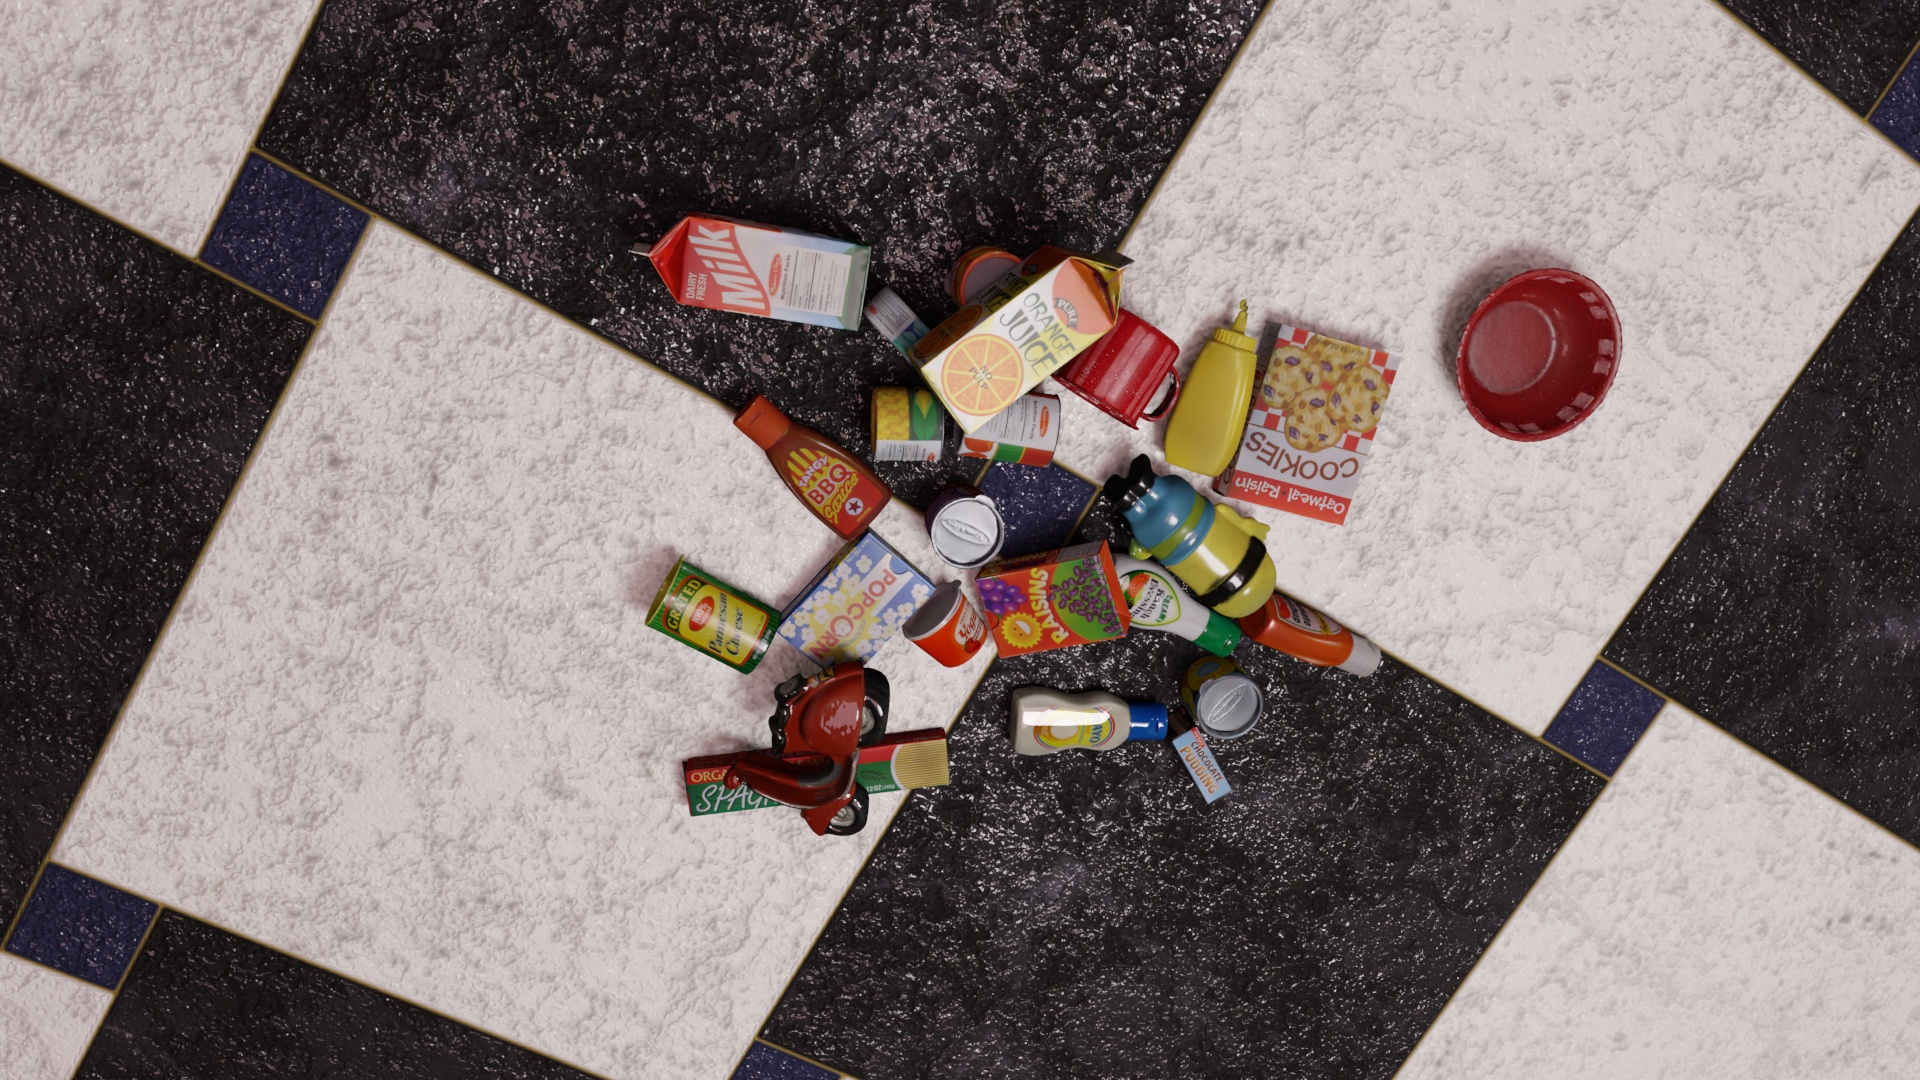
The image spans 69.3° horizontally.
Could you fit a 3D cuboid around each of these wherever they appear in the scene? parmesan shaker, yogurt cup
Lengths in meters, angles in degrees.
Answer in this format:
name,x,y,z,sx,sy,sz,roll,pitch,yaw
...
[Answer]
name,x,y,z,sx,sy,sz,roll,pitch,yaw
parmesan shaker,-0.219,0.067,1.241,0.103,0.071,0.071,29,100,-16
yogurt cup,-0.012,0.080,1.278,0.072,0.072,0.054,-40,116,4

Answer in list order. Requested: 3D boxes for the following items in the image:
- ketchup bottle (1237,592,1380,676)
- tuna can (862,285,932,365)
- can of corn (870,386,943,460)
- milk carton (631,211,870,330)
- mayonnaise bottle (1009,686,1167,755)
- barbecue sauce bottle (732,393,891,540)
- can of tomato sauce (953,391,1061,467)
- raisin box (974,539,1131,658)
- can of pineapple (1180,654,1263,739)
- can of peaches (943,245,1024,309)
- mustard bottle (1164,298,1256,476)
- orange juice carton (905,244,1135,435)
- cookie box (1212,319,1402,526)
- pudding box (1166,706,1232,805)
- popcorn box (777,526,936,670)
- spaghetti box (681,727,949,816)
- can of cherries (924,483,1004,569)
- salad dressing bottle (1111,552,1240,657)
name,x,y,z,sx,sy,sz,roll,pitch,yaw
ketchup bottle,0.338,0.092,1.338,0.149,0.065,0.043,22,118,-23
tuna can,-0.051,-0.184,1.195,0.033,0.071,0.071,-44,108,5
can of corn,-0.047,-0.105,1.218,0.058,0.071,0.071,0,106,-8
milk carton,-0.176,-0.229,1.159,0.191,0.072,0.073,7,105,-12
mayonnaise bottle,0.123,0.173,1.337,0.148,0.041,0.064,1,104,-9
barbecue sauce bottle,-0.134,-0.068,1.226,0.148,0.044,0.065,42,97,-17
can of tomato sauce,0.040,-0.102,1.233,0.083,0.071,0.071,7,105,-10
raisin box,0.084,0.055,1.273,0.123,0.040,0.086,-12,110,22
can of pineapple,0.251,0.148,1.340,0.071,0.058,0.070,-2,106,-8
can of peaches,0.025,-0.219,1.199,0.071,0.058,0.071,-3,107,-9
mustard bottle,0.235,-0.139,1.255,0.065,0.049,0.160,22,101,19
orange juice carton,0.055,-0.179,1.146,0.192,0.072,0.073,-37,113,2
cookie box,0.319,-0.107,1.288,0.123,0.040,0.167,13,103,-12
pudding box,0.231,0.211,1.360,0.030,0.050,0.083,-29,108,3
popcorn box,-0.097,0.059,1.271,0.085,0.038,0.126,41,97,-16
spaghetti box,-0.135,0.219,1.317,0.250,0.029,0.050,-6,106,-7
can of cherries,0.004,-0.016,1.255,0.071,0.058,0.071,-2,106,-7
salad dressing bottle,0.196,0.063,1.315,0.147,0.044,0.064,27,102,-15
